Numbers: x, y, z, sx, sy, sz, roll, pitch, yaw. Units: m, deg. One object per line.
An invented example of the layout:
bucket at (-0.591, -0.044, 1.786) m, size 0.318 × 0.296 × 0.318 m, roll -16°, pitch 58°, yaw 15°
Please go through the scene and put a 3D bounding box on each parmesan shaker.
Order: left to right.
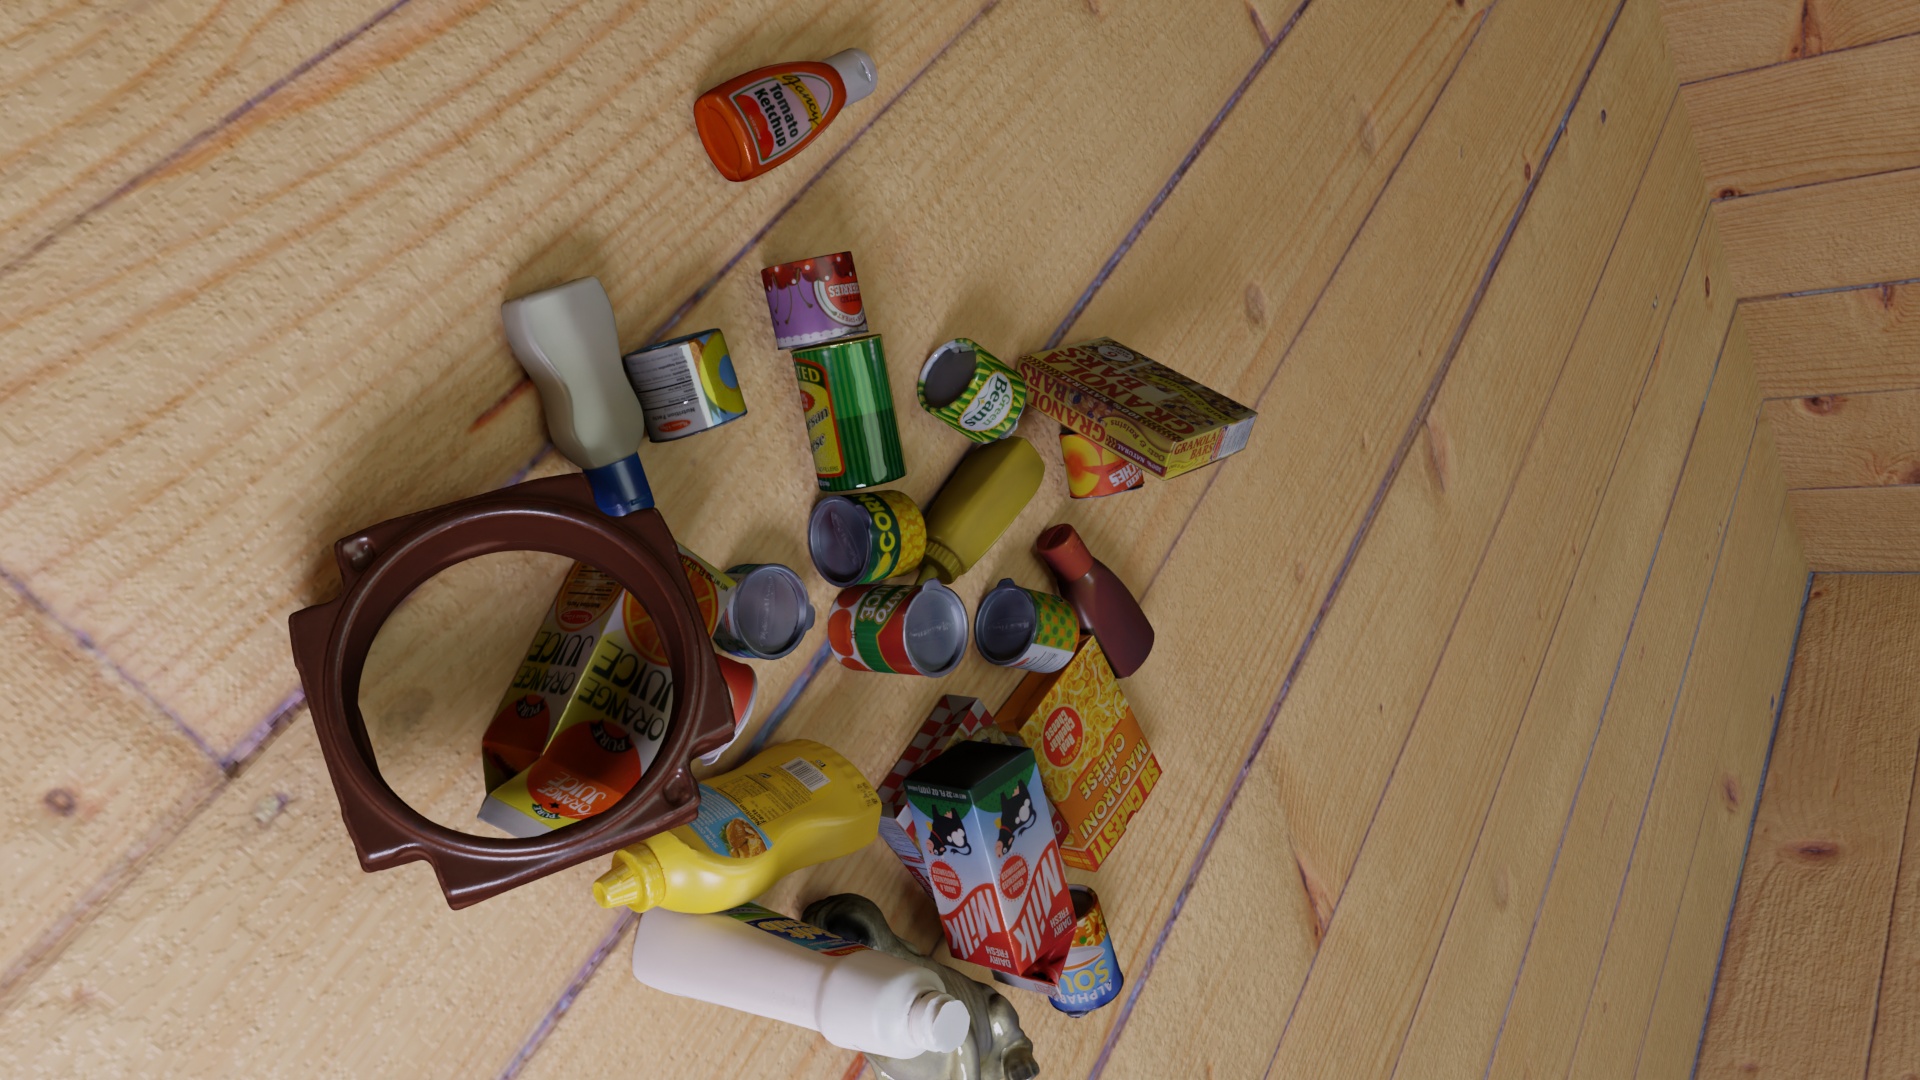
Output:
parmesan shaker at (-0.078, -0.091, 0.992) m, size 0.071 × 0.071 × 0.103 m, roll -20°, pitch 104°, yaw -45°

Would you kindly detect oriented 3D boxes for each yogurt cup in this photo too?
yogurt cup at (-0.172, 0.099, 0.896) m, size 0.054 × 0.072 × 0.072 m, roll 35°, pitch 64°, yaw -31°

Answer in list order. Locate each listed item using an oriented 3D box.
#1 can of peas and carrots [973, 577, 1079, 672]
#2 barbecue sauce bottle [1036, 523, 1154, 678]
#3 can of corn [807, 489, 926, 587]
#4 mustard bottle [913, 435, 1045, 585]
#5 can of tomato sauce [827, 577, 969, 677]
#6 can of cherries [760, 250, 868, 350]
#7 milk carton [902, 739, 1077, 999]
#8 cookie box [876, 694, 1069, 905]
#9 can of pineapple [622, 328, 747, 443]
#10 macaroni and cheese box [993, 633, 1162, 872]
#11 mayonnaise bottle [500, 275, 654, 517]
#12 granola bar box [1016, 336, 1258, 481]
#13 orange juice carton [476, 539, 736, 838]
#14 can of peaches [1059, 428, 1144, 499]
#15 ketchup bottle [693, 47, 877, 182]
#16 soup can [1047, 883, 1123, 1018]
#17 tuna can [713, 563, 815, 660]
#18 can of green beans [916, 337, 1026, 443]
can of peas and carrots at (0.054, 0.070, 1.131) m, size 0.059 × 0.071 × 0.071 m, roll 16°, pitch 78°, yaw -46°
barbecue sauce bottle at (0.117, 0.050, 1.213) m, size 0.148 × 0.043 × 0.065 m, roll 56°, pitch 53°, yaw -29°
can of corn at (-0.066, -0.004, 1.004) m, size 0.058 × 0.071 × 0.071 m, roll -9°, pitch 96°, yaw -47°
mustard bottle at (0.004, -0.014, 1.085) m, size 0.048 × 0.065 × 0.161 m, roll 51°, pitch 61°, yaw -26°
can of tomato sauce at (-0.047, 0.063, 1.012) m, size 0.071 × 0.083 × 0.071 m, roll 1°, pitch 88°, yaw -46°
can of cherries at (-0.100, -0.168, 0.972) m, size 0.072 × 0.071 × 0.058 m, roll -21°, pitch 104°, yaw -44°
milk carton at (0.028, 0.252, 1.035) m, size 0.074 × 0.072 × 0.190 m, roll -26°, pitch 107°, yaw -43°
cookie box at (0.010, 0.224, 1.099) m, size 0.123 × 0.040 × 0.167 m, roll -53°, pitch 125°, yaw -33°
can of pineapple at (-0.177, -0.101, 0.895) m, size 0.071 × 0.071 × 0.057 m, roll -29°, pitch 110°, yaw -43°
macaroni and cheese box at (0.103, 0.182, 1.196) m, size 0.124 × 0.040 × 0.166 m, roll -48°, pitch 122°, yaw -35°
mayonnaise bottle at (-0.229, -0.084, 0.857) m, size 0.065 × 0.041 × 0.147 m, roll -30°, pitch 111°, yaw -41°
granola bar box at (0.144, -0.113, 1.162) m, size 0.125 × 0.166 × 0.038 m, roll -20°, pitch 133°, yaw -44°
orange juice carton at (-0.219, 0.091, 0.839) m, size 0.071 × 0.073 × 0.193 m, roll 40°, pitch 62°, yaw -38°
can of peaches at (0.124, -0.072, 1.203) m, size 0.071 × 0.071 × 0.058 m, roll -21°, pitch 104°, yaw -44°
ketchup bottle at (-0.118, -0.307, 0.977) m, size 0.149 × 0.043 × 0.064 m, roll -42°, pitch 118°, yaw -39°
soup can at (0.094, 0.342, 1.162) m, size 0.072 × 0.071 × 0.083 m, roll -33°, pitch 112°, yaw -42°
tuna can at (-0.137, 0.049, 0.955) m, size 0.071 × 0.033 × 0.071 m, roll 1°, pitch 88°, yaw -46°
can of green beans at (0.009, -0.117, 1.087) m, size 0.058 × 0.071 × 0.071 m, roll 30°, pitch 68°, yaw -42°
